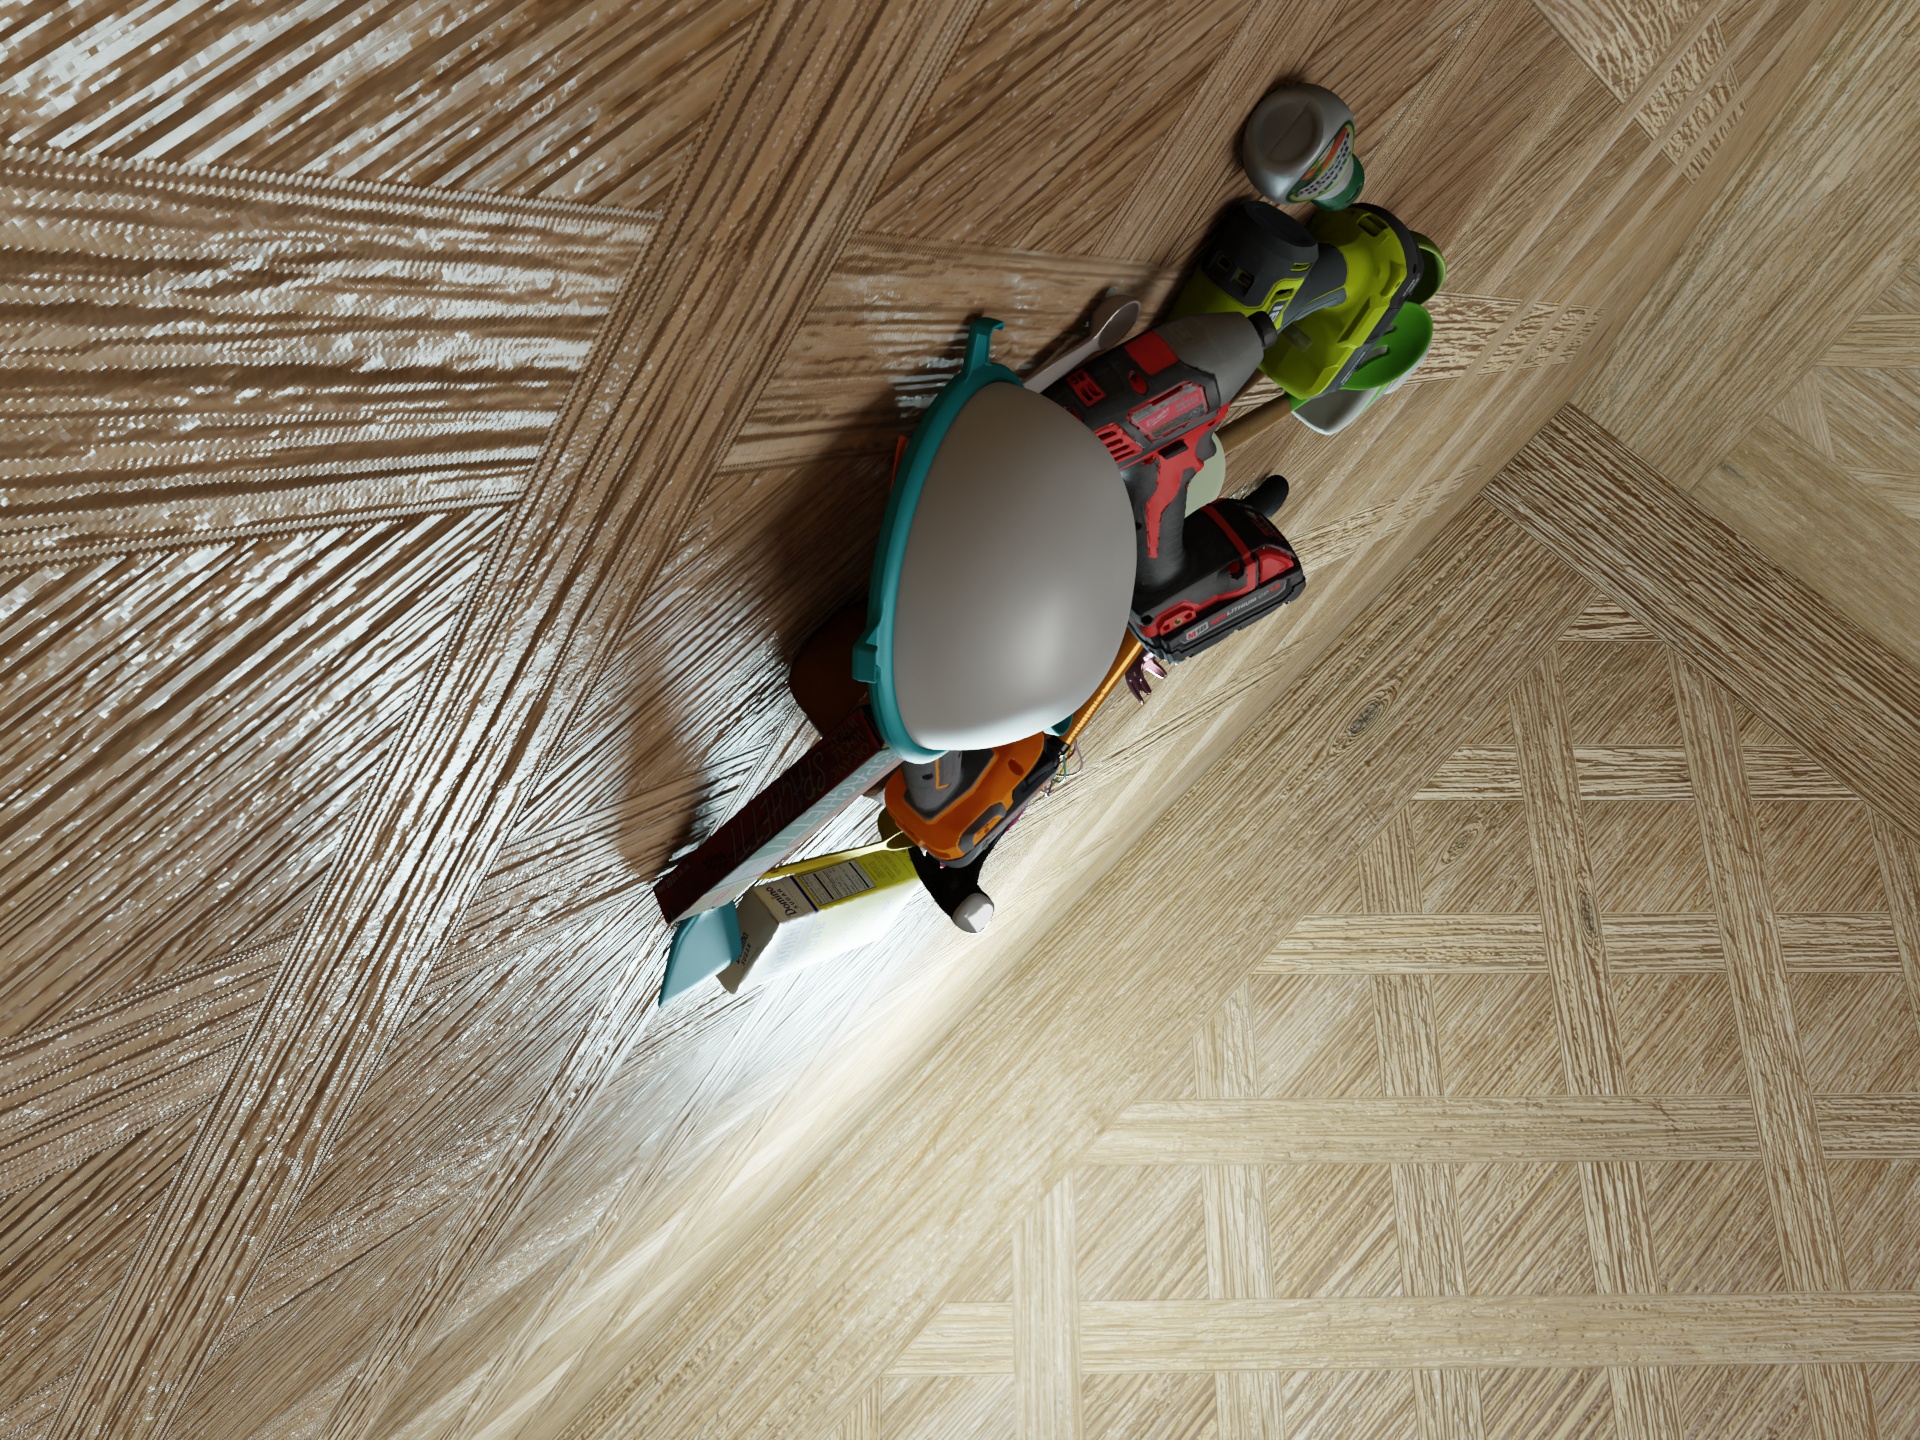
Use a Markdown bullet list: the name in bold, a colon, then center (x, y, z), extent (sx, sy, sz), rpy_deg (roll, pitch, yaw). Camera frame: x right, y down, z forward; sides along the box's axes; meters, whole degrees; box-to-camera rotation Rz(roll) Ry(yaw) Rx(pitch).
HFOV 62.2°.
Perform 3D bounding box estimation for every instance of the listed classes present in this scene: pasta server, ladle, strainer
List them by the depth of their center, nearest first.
- **strainer**: center (0.054, -0.050, 0.874), extent (0.340, 0.095, 0.211), rpy_deg (53, 54, -65)
- **ladle**: center (0.244, -0.268, 1.199), extent (0.320, 0.062, 0.078), rpy_deg (-41, 155, -16)
- **pasta server**: center (0.179, -0.066, 1.365), extent (0.060, 0.040, 0.316), rpy_deg (-48, 176, -7)

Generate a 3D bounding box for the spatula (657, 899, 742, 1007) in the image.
- **spatula**: center (-0.128, 0.102, 1.059), extent (0.082, 0.044, 0.317), rpy_deg (-30, 170, -42)

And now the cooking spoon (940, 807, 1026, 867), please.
- **cooking spoon**: center (0.081, 0.006, 1.280), extent (0.068, 0.017, 0.319), rpy_deg (8, 126, -52)

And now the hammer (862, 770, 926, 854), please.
- **hammer**: center (-0.038, 0.066, 1.332), extent (0.130, 0.031, 0.331), rpy_deg (-47, 167, -1)

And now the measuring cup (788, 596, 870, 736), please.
- **measuring cup**: center (-0.050, -0.050, 0.890), extent (0.095, 0.052, 0.173), rpy_deg (-36, 165, -26)

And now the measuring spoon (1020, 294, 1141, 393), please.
- **measuring spoon**: center (0.048, -0.199, 0.878), extent (0.124, 0.018, 0.034), rpy_deg (-37, 163, -13)

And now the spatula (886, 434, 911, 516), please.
- **spatula**: center (0.019, -0.136, 0.895), extent (0.322, 0.041, 0.081), rpy_deg (-28, 132, -60)

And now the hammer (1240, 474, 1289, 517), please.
- **hammer**: center (0.208, -0.154, 1.435), extent (0.409, 0.036, 0.149), rpy_deg (-36, 157, -49)

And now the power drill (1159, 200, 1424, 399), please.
- **power drill**: center (0.203, -0.261, 1.050), extent (0.223, 0.080, 0.171), rpy_deg (-27, 155, -47)

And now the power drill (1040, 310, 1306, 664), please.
- **power drill**: center (0.139, -0.147, 0.971), extent (0.143, 0.079, 0.219), rpy_deg (-29, 140, -2)

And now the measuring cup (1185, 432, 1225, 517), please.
- **measuring cup**: center (0.170, -0.141, 1.137), extent (0.083, 0.167, 0.038), rpy_deg (-37, -151, -17)

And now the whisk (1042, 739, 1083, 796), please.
- **whisk**: center (0.073, -0.015, 1.300), extent (0.047, 0.051, 0.244), rpy_deg (-23, 148, -11)

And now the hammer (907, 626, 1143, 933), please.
- **hammer**: center (0.078, 0.001, 1.216), extent (0.337, 0.034, 0.127), rpy_deg (-55, -153, 5)

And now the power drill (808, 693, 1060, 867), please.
- **power drill**: center (-0.002, -0.003, 1.077), extent (0.164, 0.084, 0.226), rpy_deg (-45, 153, -9)

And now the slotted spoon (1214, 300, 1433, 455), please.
- **slotted spoon**: center (0.218, -0.223, 1.173), extent (0.314, 0.031, 0.070), rpy_deg (-32, 135, -12)

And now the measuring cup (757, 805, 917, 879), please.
- **measuring cup**: center (-0.082, 0.087, 1.202), extent (0.156, 0.029, 0.062), rpy_deg (-15, 161, -14)
